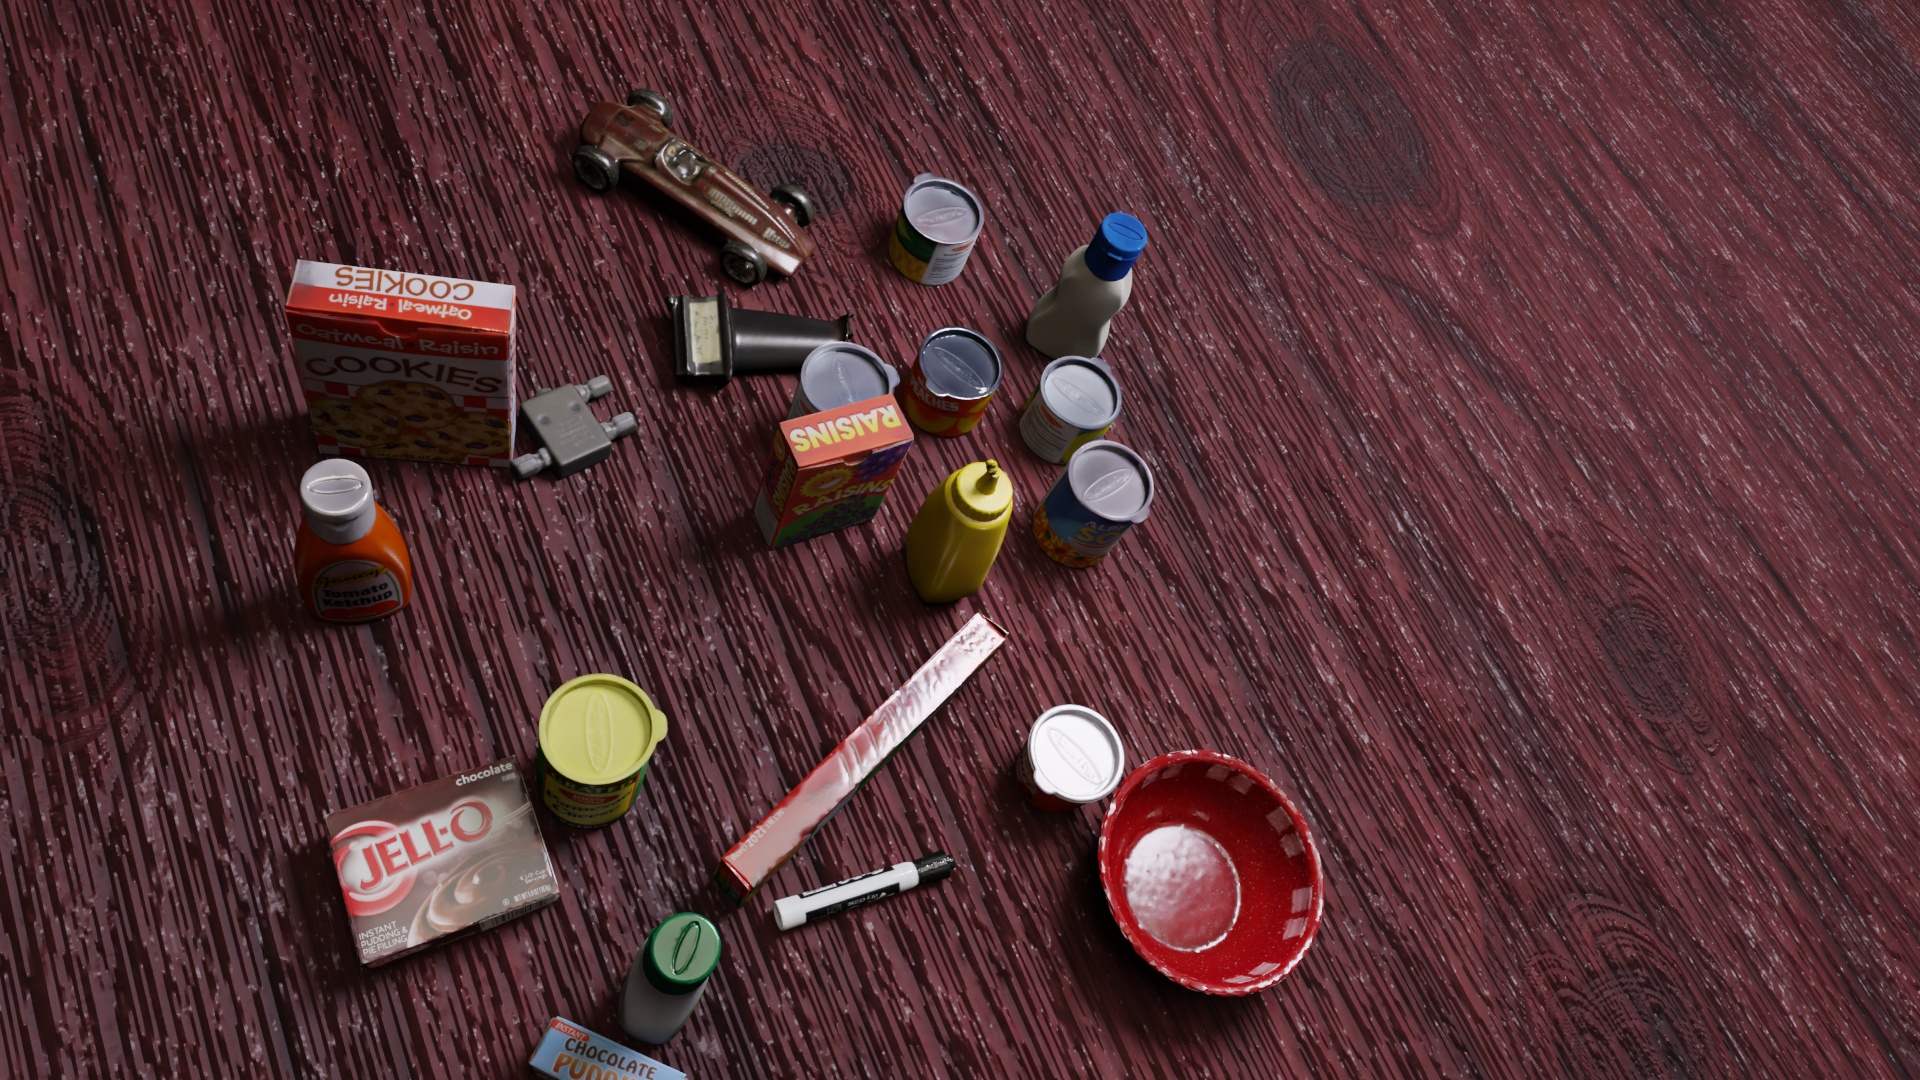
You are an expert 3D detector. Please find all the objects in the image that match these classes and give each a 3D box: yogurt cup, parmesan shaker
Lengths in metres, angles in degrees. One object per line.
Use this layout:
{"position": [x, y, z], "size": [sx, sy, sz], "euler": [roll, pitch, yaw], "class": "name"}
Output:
{"position": [0.071, 0.152, 0.943], "size": [0.072, 0.053, 0.073], "euler": [8, 61, -14], "class": "yogurt cup"}
{"position": [-0.217, 0.129, 0.834], "size": [0.071, 0.102, 0.071], "euler": [8, 62, -14], "class": "parmesan shaker"}

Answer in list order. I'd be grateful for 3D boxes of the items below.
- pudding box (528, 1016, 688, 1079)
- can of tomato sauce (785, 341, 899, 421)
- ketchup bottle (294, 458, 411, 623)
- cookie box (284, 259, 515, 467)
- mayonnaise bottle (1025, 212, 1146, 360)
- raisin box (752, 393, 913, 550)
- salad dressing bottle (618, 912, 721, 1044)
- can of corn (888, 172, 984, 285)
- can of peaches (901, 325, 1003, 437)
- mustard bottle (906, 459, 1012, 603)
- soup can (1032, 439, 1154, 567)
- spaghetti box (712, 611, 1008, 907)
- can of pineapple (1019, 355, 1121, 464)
{"position": [-0.198, 0.300, 0.781], "size": [0.084, 0.049, 0.030], "euler": [26, 59, -3], "class": "pudding box"}
{"position": [-0.088, -0.094, 1.004], "size": [0.071, 0.082, 0.071], "euler": [8, 62, -14], "class": "can of tomato sauce"}
{"position": [-0.365, 0.002, 0.826], "size": [0.065, 0.148, 0.043], "euler": [-8, 66, -21], "class": "ketchup bottle"}
{"position": [-0.346, -0.105, 0.878], "size": [0.123, 0.166, 0.040], "euler": [4, 63, -16], "class": "cookie box"}
{"position": [0.101, -0.195, 1.080], "size": [0.065, 0.147, 0.041], "euler": [23, 59, -5], "class": "mayonnaise bottle"}
{"position": [-0.090, -0.045, 0.955], "size": [0.086, 0.122, 0.040], "euler": [-17, 70, -25], "class": "raisin box"}
{"position": [-0.160, 0.239, 0.768], "size": [0.044, 0.147, 0.064], "euler": [23, 59, -6], "class": "salad dressing bottle"}
{"position": [-0.022, -0.251, 1.123], "size": [0.071, 0.058, 0.071], "euler": [8, 61, -14], "class": "can of corn"}
{"position": [-0.008, -0.119, 1.058], "size": [0.071, 0.057, 0.071], "euler": [8, 61, -14], "class": "can of peaches"}
{"position": [0.003, -0.012, 0.946], "size": [0.049, 0.159, 0.065], "euler": [-9, 67, -22], "class": "mustard bottle"}
{"position": [0.098, -0.023, 1.027], "size": [0.071, 0.083, 0.071], "euler": [8, 62, -14], "class": "soup can"}
{"position": [-0.061, 0.138, 0.910], "size": [0.029, 0.050, 0.251], "euler": [43, 59, 7], "class": "spaghetti box"}
{"position": [0.086, -0.101, 1.079], "size": [0.071, 0.057, 0.071], "euler": [8, 61, -14], "class": "can of pineapple"}
